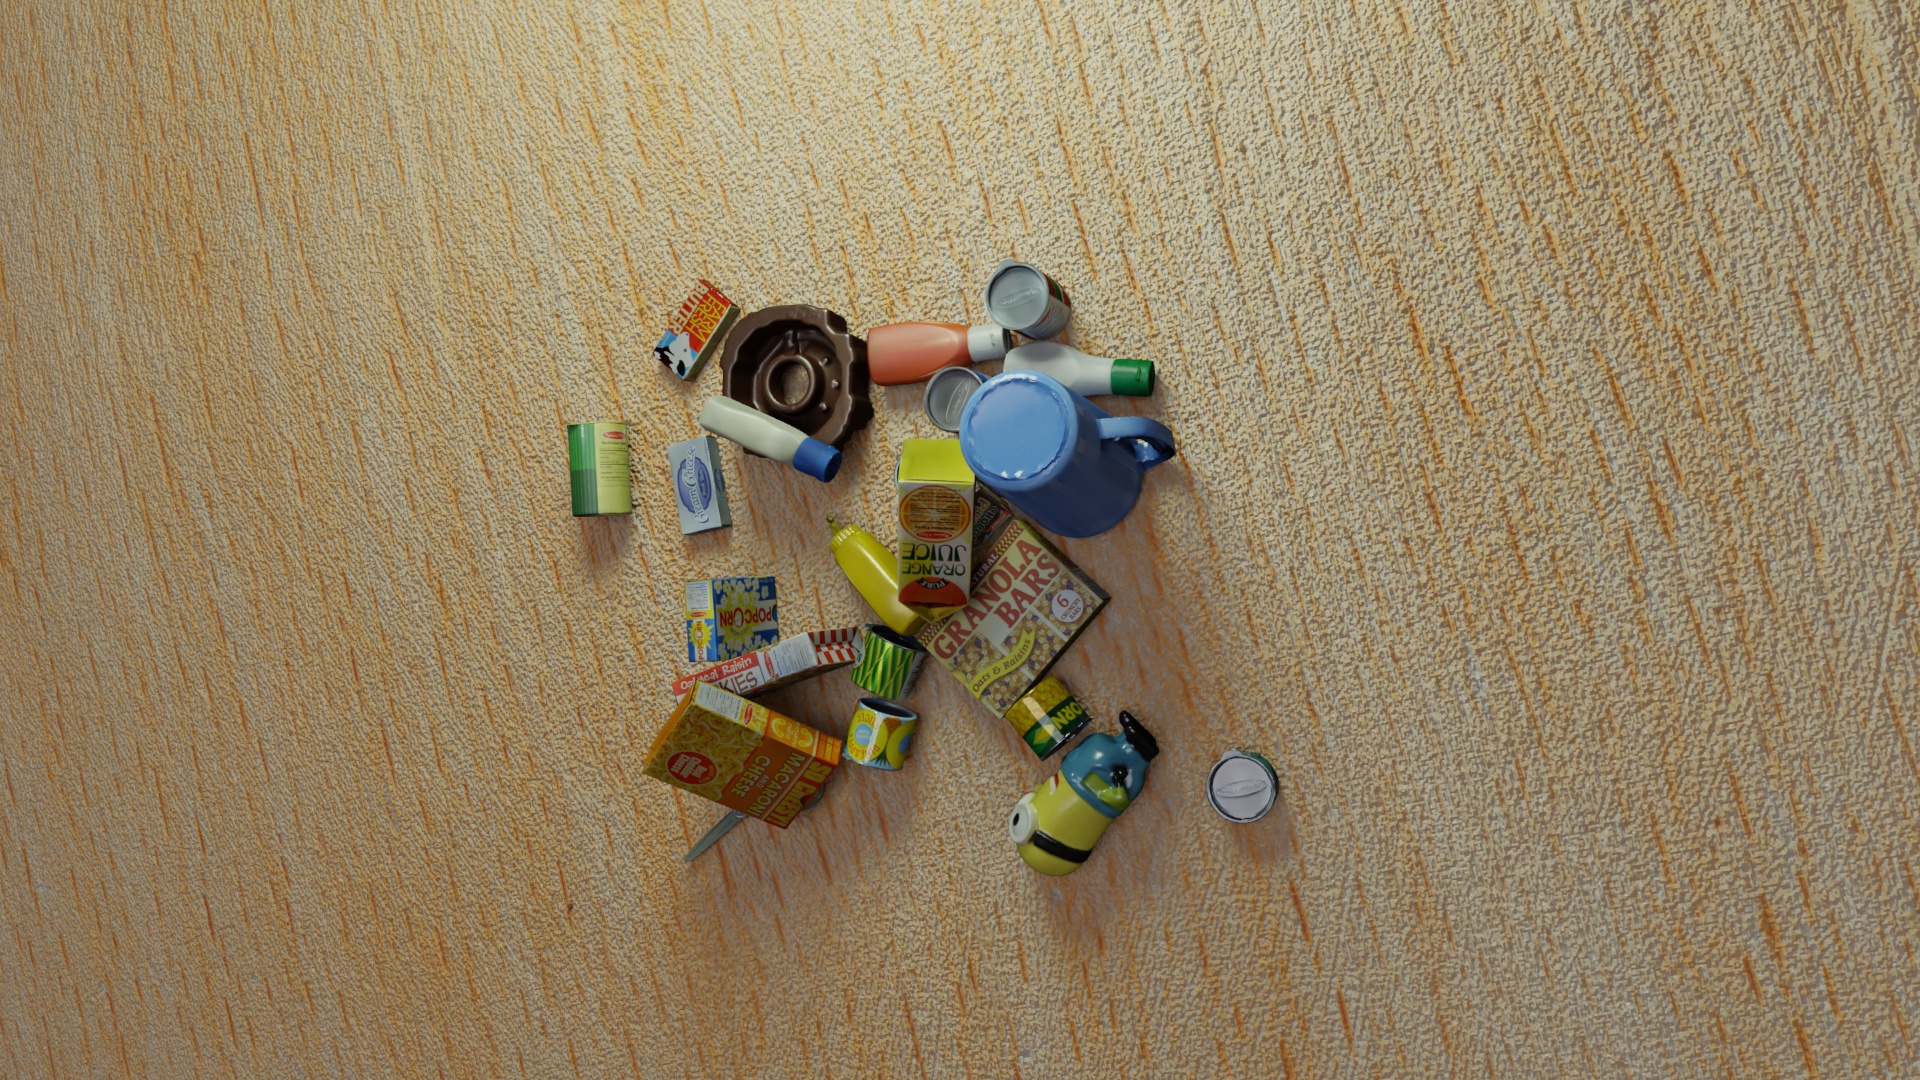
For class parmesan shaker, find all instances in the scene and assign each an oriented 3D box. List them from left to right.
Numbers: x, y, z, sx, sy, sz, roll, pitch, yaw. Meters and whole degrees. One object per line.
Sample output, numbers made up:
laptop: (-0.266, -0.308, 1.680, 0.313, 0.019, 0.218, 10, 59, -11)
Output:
parmesan shaker: (-0.408, -0.079, 1.561, 0.071, 0.071, 0.103, -4, 89, 20)

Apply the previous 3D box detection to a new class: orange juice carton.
orange juice carton: (-0.023, -0.002, 1.360, 0.073, 0.072, 0.191, 2, 128, 1)

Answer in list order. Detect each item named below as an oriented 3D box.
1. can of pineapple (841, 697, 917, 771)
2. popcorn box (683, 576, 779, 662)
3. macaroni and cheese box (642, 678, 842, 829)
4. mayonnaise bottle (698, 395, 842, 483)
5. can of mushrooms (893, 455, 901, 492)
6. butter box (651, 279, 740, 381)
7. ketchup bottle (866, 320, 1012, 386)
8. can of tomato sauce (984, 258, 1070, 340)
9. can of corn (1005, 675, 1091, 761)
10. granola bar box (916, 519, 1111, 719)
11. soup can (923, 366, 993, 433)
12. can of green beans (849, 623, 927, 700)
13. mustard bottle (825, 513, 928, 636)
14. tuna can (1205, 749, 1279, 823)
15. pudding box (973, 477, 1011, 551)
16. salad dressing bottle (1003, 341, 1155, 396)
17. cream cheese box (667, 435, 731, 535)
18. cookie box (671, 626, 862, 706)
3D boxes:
can of pineapple: (-0.085, 0.201, 1.445, 0.071, 0.071, 0.058, 18, 95, 19)
popcorn box: (-0.241, 0.082, 1.471, 0.038, 0.127, 0.085, -6, 88, 23)
macaroni and cheese box: (-0.224, 0.223, 1.428, 0.166, 0.040, 0.123, 26, 125, -17)
mayonnaise bottle: (-0.194, -0.104, 1.431, 0.148, 0.065, 0.041, 25, 97, 17)
can of mushrooms: (-0.033, -0.064, 1.448, 0.071, 0.033, 0.071, 0, 89, 19)
butter box: (-0.294, -0.234, 1.547, 0.053, 0.024, 0.103, 39, 102, 15)
ketchup bottle: (-0.022, -0.199, 1.439, 0.149, 0.043, 0.064, -5, 89, 19)
can of tomato sauce: (0.067, -0.239, 1.387, 0.071, 0.083, 0.071, 0, 90, 20)
can of corn: (0.089, 0.175, 1.384, 0.071, 0.071, 0.058, -44, 76, 14)
granola bar box: (0.052, 0.080, 1.413, 0.124, 0.039, 0.165, 43, 103, 15)
soup can: (0.010, -0.138, 1.406, 0.071, 0.084, 0.071, 0, 90, 20)
can of green beans: (-0.075, 0.127, 1.444, 0.071, 0.071, 0.057, 25, 99, 18)
mustard bottle: (-0.092, 0.031, 1.455, 0.048, 0.065, 0.160, -48, 69, 14)
tuna can: (0.271, 0.234, 1.337, 0.071, 0.033, 0.071, 0, 90, 19)
pudding box: (0.005, -0.018, 1.425, 0.083, 0.030, 0.049, -44, 117, 14)
salad dressing bottle: (0.119, -0.165, 1.390, 0.148, 0.044, 0.064, 6, 86, 18)
cream cheese box: (-0.291, -0.060, 1.544, 0.053, 0.024, 0.104, -13, 85, 20)
cookie box: (-0.199, 0.137, 1.457, 0.167, 0.123, 0.040, -21, 82, 18)
